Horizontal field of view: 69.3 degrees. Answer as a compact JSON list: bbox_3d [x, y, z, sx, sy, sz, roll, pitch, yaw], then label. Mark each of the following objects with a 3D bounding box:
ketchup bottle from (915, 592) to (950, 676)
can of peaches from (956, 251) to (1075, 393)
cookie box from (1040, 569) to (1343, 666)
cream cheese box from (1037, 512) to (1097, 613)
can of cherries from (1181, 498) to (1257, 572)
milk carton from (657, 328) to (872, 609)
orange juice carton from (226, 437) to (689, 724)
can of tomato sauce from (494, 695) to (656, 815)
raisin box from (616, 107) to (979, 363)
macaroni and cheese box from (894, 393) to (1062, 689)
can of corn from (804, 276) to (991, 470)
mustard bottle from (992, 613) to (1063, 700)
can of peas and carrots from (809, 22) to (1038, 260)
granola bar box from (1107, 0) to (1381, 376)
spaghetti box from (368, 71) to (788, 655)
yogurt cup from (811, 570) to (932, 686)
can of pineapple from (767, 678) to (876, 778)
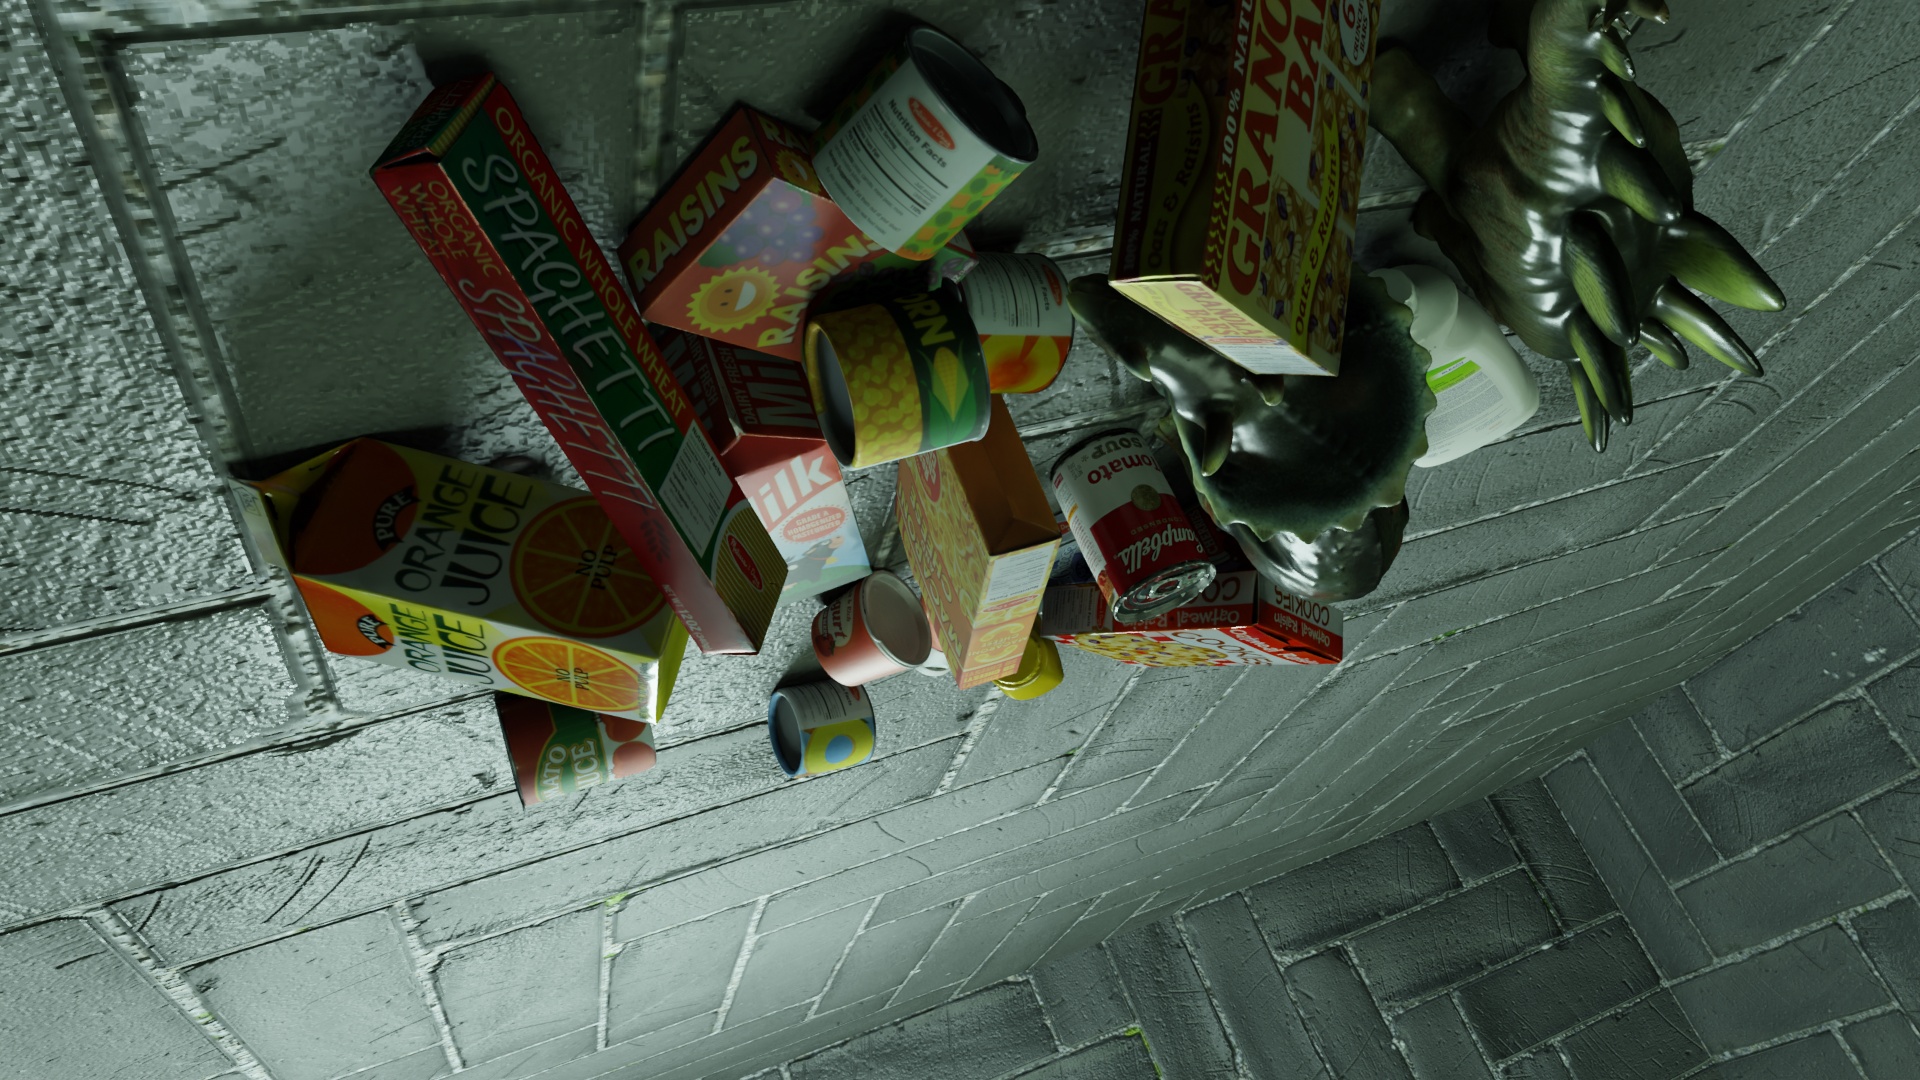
[{"bbox_3d":[0.001,0.043,0.940,0.065,0.044,0.148,6,146,-17],"label":"ketchup bottle"},{"bbox_3d":[0.009,-0.099,0.640,0.058,0.071,0.071,-5,149,-35],"label":"can of peaches"},{"bbox_3d":[0.158,0.058,0.948,0.167,0.040,0.123,-6,162,40],"label":"cookie box"},{"bbox_3d":[0.070,0.015,0.971,0.053,0.024,0.103,-22,155,-2],"label":"cream cheese box"},{"bbox_3d":[0.175,0.003,0.993,0.058,0.072,0.071,-28,155,9],"label":"can of cherries"},{"bbox_3d":[-0.097,-0.038,0.659,0.073,0.072,0.189,-21,155,-5],"label":"milk carton"},{"bbox_3d":[-0.215,0.015,0.606,0.193,0.073,0.071,14,148,-5],"label":"orange juice carton"},{"bbox_3d":[-0.236,0.122,0.855,0.083,0.071,0.070,-15,154,-21],"label":"can of tomato sauce"},{"bbox_3d":[-0.064,-0.118,0.570,0.086,0.040,0.123,-38,153,29],"label":"raisin box"},{"bbox_3d":[0.003,-0.009,0.744,0.040,0.124,0.165,-14,154,-14],"label":"macaroni and cheese box"},{"bbox_3d":[-0.027,-0.069,0.575,0.058,0.071,0.070,-16,154,-18],"label":"can of corn"},{"bbox_3d":[0.041,0.082,0.996,0.049,0.065,0.160,-24,172,6],"label":"mustard bottle"},{"bbox_3d":[-0.013,-0.149,0.523,0.058,0.071,0.071,-39,152,29],"label":"can of peas and carrots"},{"bbox_3d":[0.109,-0.156,0.514,0.039,0.165,0.124,4,173,36],"label":"granola bar box"},{"bbox_3d":[-0.129,-0.052,0.519,0.028,0.050,0.249,-4,136,21],"label":"spaghetti box"},{"bbox_3d":[-0.059,0.060,0.901,0.054,0.072,0.072,-28,156,28],"label":"yogurt cup"},{"bbox_3d":[-0.101,0.136,1.009,0.058,0.071,0.070,-8,151,-29],"label":"can of pineapple"}]
